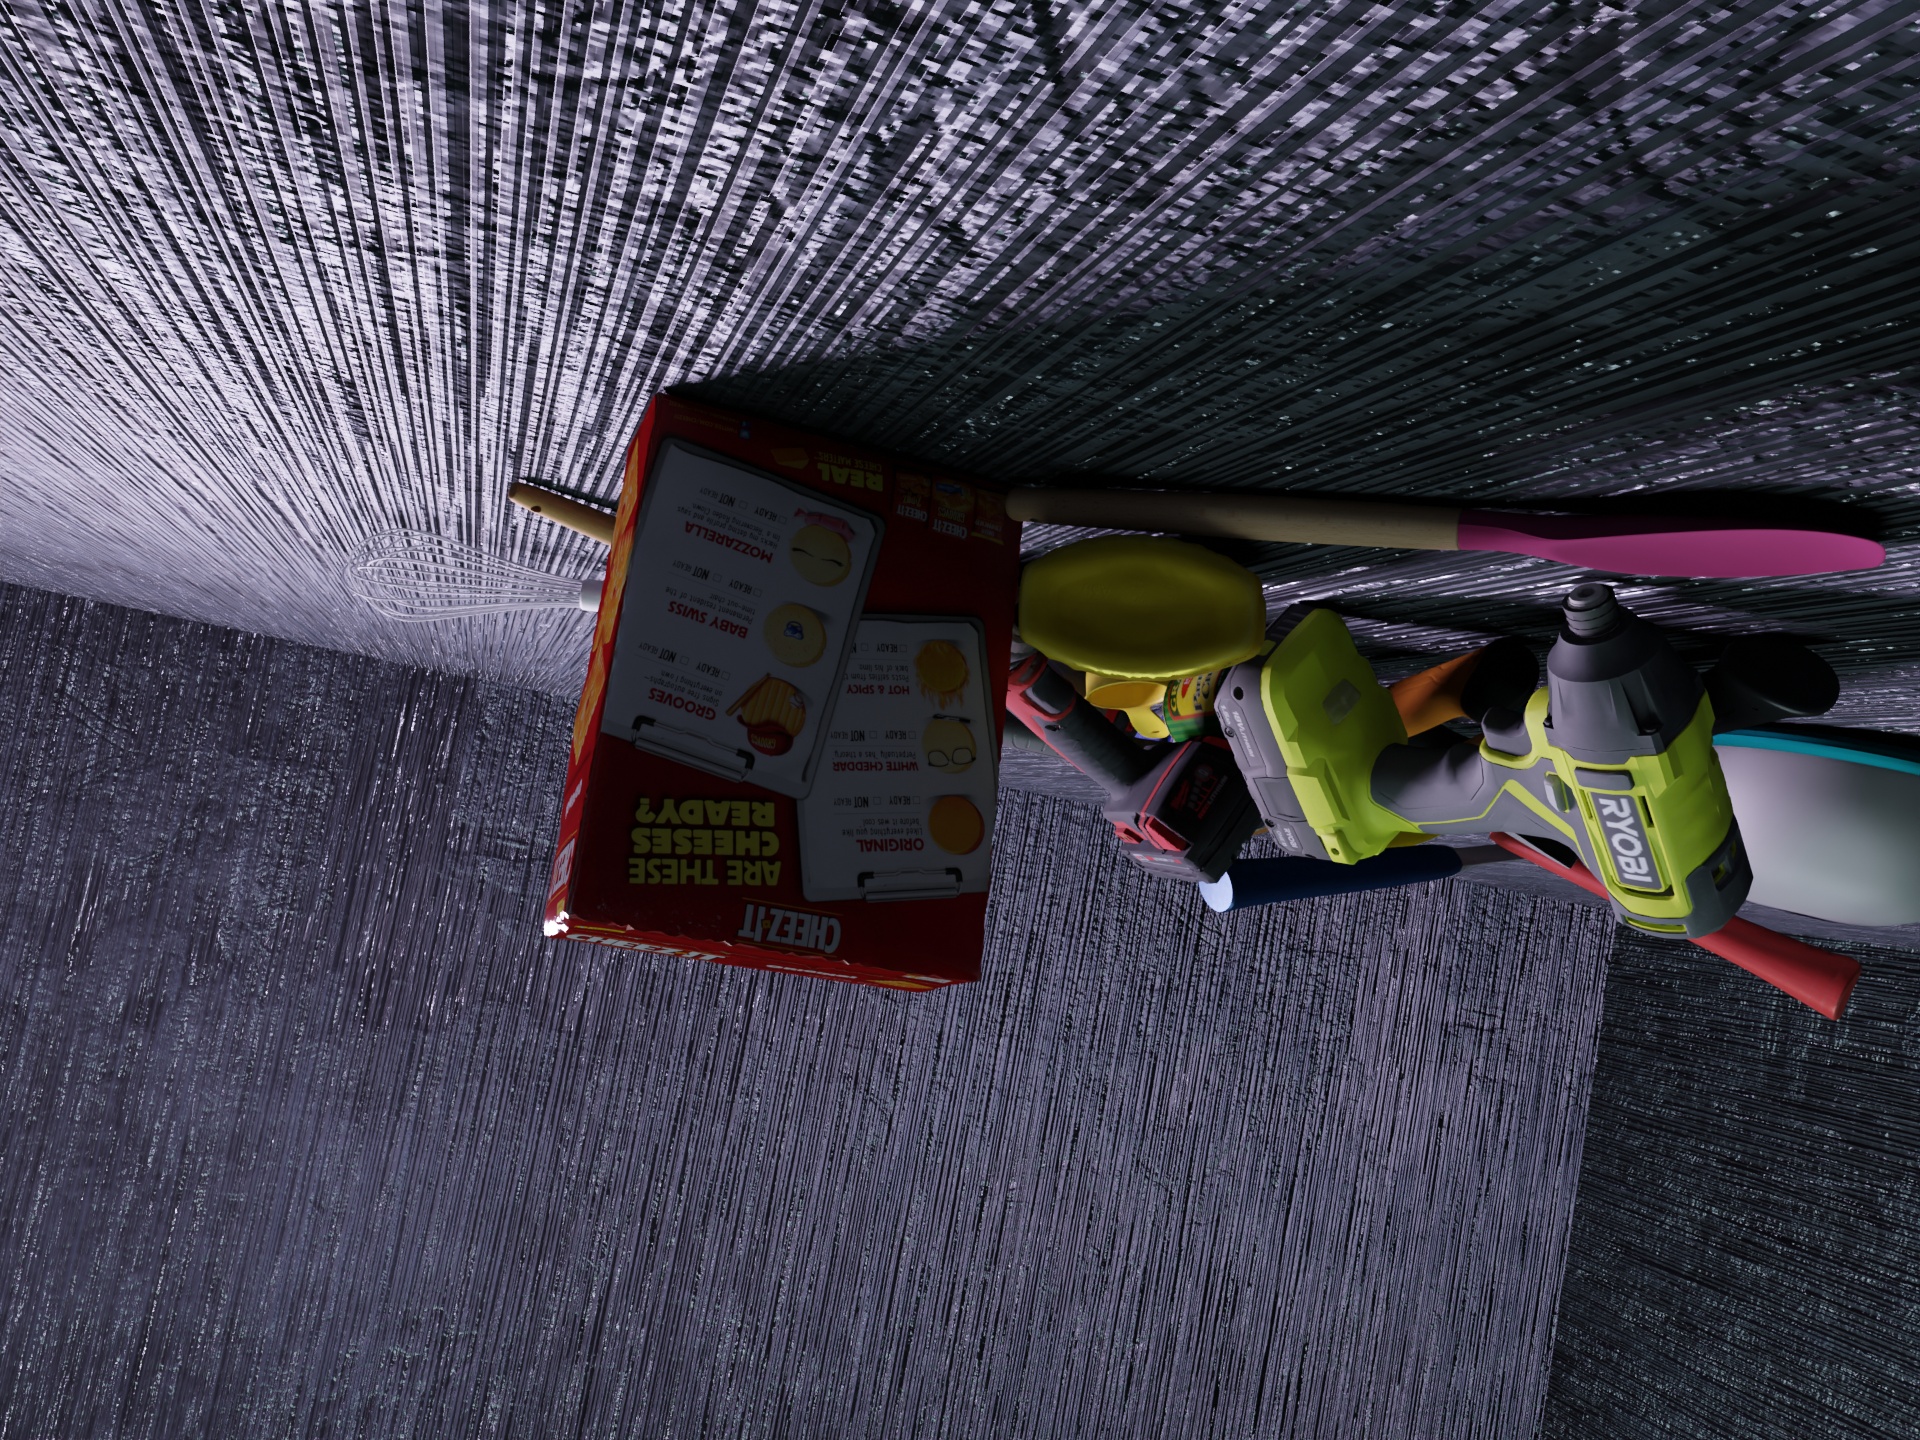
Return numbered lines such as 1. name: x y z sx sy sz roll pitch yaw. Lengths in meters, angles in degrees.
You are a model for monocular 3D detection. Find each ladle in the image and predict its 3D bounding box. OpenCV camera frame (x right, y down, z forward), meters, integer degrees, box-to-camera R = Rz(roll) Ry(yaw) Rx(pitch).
1. ladle: -0.137 -0.087 0.976 0.069 0.031 0.315 -28 147 35

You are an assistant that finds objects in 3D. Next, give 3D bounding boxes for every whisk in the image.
1. whisk: -0.293 -0.093 1.131 0.284 0.070 0.070 6 175 -4

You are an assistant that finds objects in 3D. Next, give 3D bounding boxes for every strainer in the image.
1. strainer: 0.452 0.057 0.957 0.340 0.095 0.211 12 175 5

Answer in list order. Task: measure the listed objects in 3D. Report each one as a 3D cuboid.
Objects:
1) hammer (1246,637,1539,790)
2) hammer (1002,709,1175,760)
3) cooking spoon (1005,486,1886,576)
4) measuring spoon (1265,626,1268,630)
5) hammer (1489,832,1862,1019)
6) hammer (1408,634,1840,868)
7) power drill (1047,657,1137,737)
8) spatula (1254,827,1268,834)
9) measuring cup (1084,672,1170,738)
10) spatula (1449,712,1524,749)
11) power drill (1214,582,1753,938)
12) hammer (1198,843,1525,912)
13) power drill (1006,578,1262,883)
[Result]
1. hammer: 0.229 0.004 0.943 0.034 0.127 0.337 36 160 -7
2. hammer: -0.002 -0.003 1.055 0.331 0.033 0.128 13 162 -4
3. cooking spoon: 0.159 -0.073 0.588 0.319 0.017 0.068 7 176 29
4. measuring spoon: 0.150 -0.047 0.892 0.124 0.018 0.034 11 175 6
5. hammer: 0.393 0.092 1.036 0.149 0.036 0.359 -8 -151 -43
6. hammer: 0.338 0.012 0.834 0.146 0.035 0.334 36 168 -1
7. power drill: 0.011 -0.022 1.161 0.220 0.078 0.143 5 173 27
8. spatula: 0.332 0.069 1.293 0.322 0.041 0.081 -15 176 -4
9. measuring cup: 0.124 -0.017 1.100 0.062 0.029 0.156 -7 164 14
10. spatula: 0.277 0.019 0.897 0.082 0.044 0.317 38 163 0
11. power drill: 0.238 0.009 0.746 0.223 0.080 0.171 6 132 50
12. hammer: 0.354 0.098 1.109 0.405 0.035 0.144 -4 -153 -23
13. power drill: 0.072 -0.002 0.911 0.226 0.080 0.188 37 169 -10
